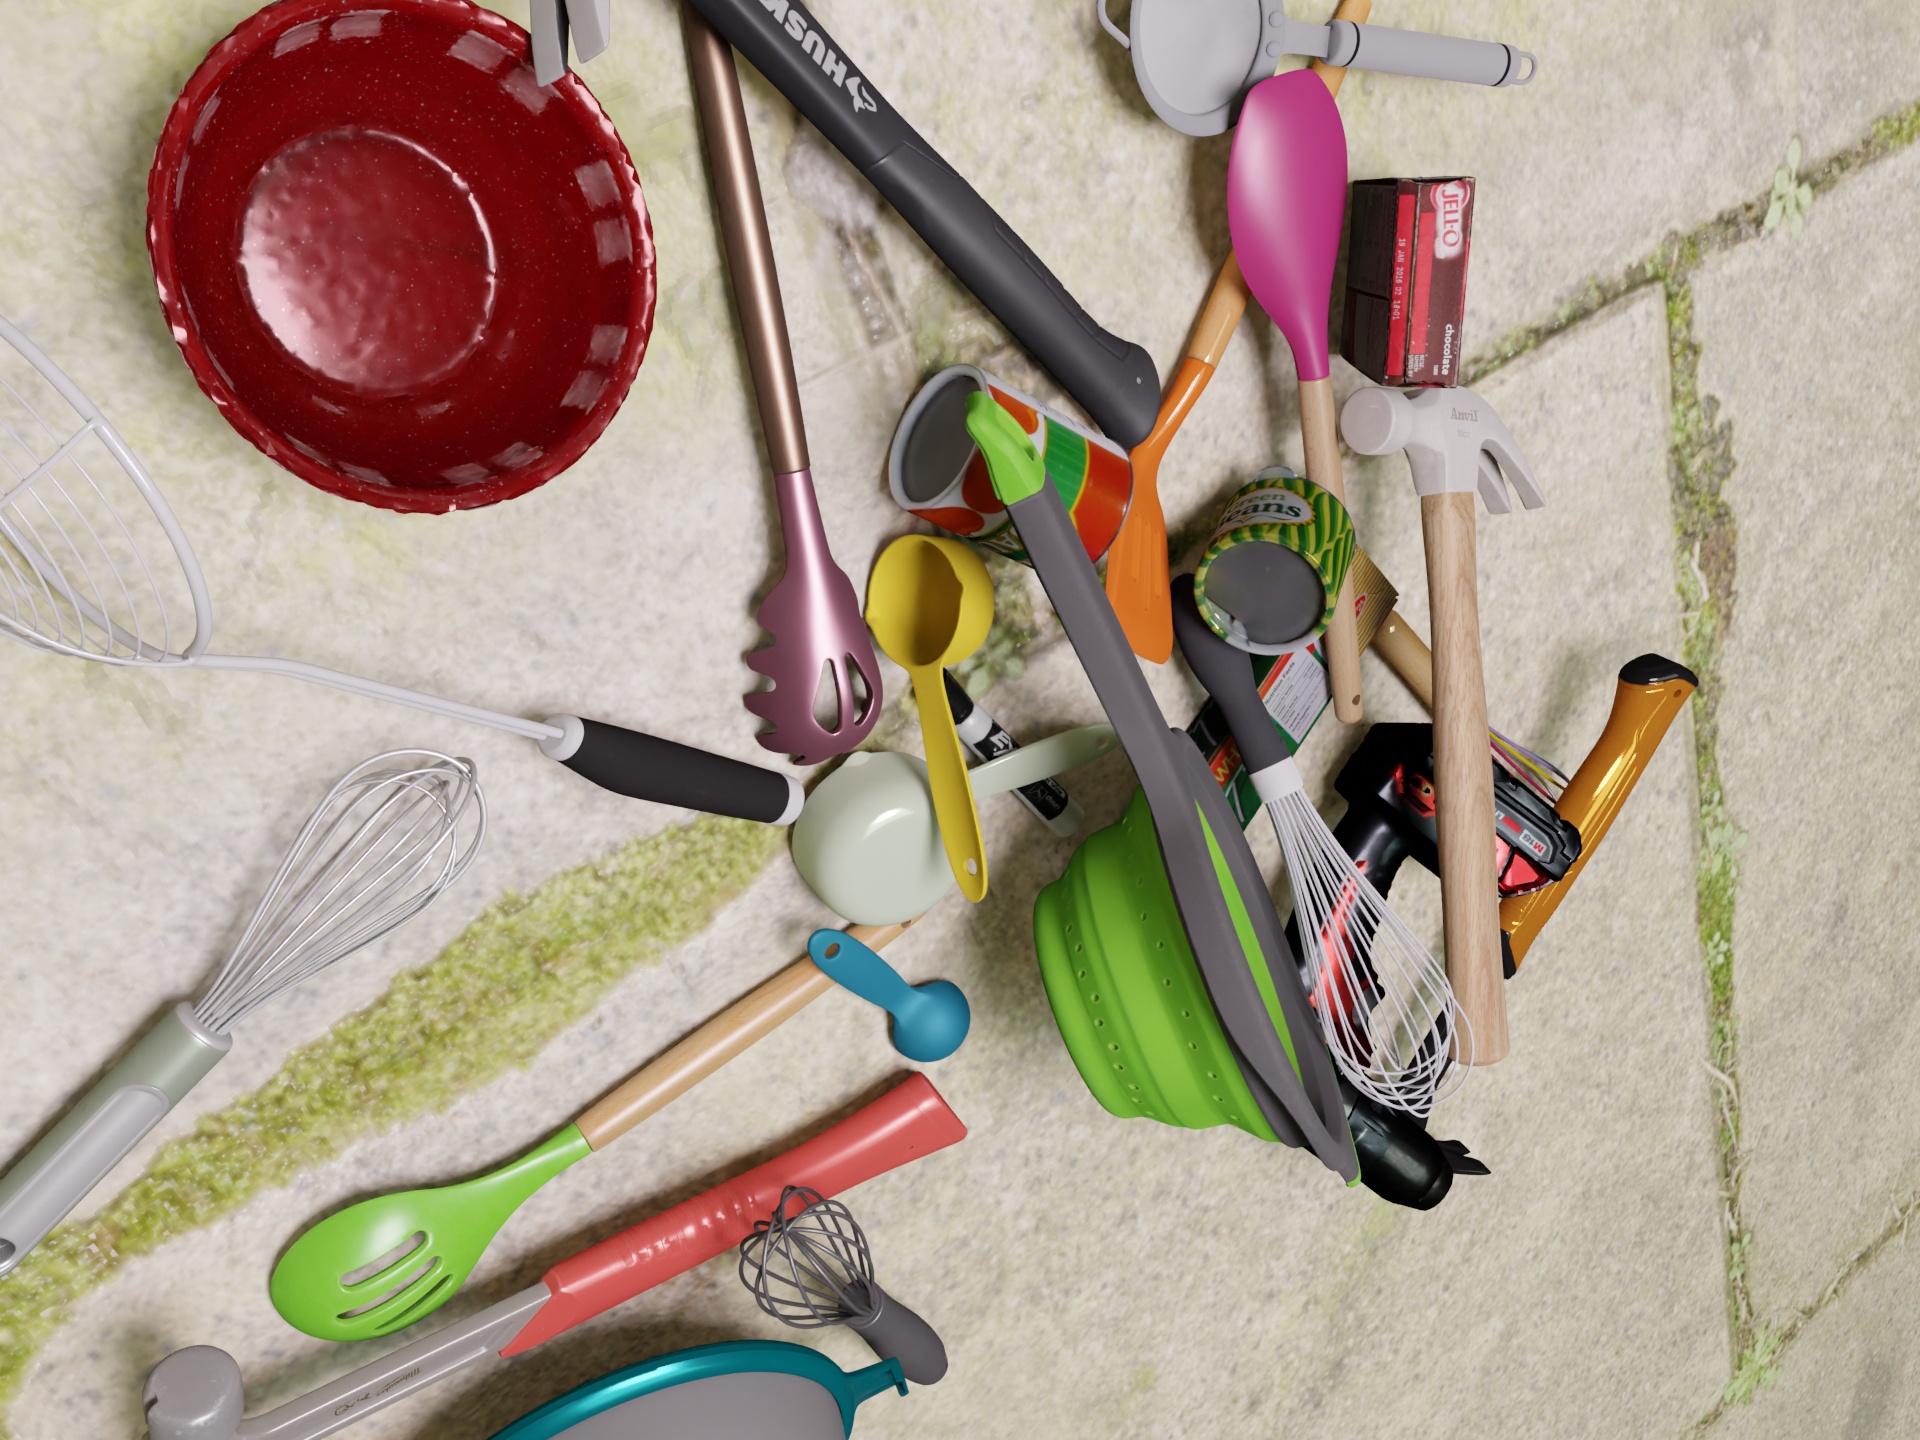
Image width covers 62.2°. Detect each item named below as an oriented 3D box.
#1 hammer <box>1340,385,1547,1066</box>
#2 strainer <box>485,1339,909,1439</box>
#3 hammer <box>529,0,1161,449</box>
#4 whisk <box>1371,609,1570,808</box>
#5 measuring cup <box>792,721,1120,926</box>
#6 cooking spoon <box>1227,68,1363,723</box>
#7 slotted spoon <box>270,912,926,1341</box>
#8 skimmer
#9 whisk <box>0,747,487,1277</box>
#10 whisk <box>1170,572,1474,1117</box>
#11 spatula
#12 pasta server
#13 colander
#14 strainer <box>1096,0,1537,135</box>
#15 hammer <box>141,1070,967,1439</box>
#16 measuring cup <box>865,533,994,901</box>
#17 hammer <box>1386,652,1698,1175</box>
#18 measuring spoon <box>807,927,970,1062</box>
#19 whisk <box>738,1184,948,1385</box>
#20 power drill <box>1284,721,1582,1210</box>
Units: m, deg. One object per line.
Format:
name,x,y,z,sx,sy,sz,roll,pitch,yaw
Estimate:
hammer,0.247,0.003,0.782,0.130,0.031,0.331,-8,95,-40
strainer,-0.171,0.350,0.627,0.340,0.095,0.211,19,115,-43
hammer,-0.022,-0.207,0.610,0.334,0.035,0.146,36,59,-41
whisk,0.305,0.010,0.919,0.244,0.047,0.051,40,83,-33
measuring cup,0.008,0.040,0.711,0.167,0.038,0.083,-21,127,-16
cooking spoon,0.170,-0.138,0.750,0.069,0.017,0.318,-25,120,-21
slotted spoon,-0.139,0.161,0.679,0.314,0.031,0.070,-33,127,-23
skimmer,-0.182,-0.036,0.554,0.363,0.127,0.090,20,78,-47
whisk,-0.262,0.103,0.565,0.246,0.059,0.057,-47,125,-7
whisk,0.167,0.058,0.770,0.070,0.070,0.284,-22,86,-26
spatula,0.129,-0.185,0.736,0.081,0.041,0.322,23,90,-60
pasta server,-0.075,-0.126,0.629,0.060,0.040,0.316,-20,112,-27
colander,0.059,0.050,0.678,0.094,0.205,0.396,-22,118,13
strainer,0.159,-0.299,0.703,0.258,0.050,0.086,-5,110,-26
hammer,-0.150,0.241,0.677,0.359,0.037,0.149,-18,139,-34
measuring cup,-0.001,-0.002,0.674,0.029,0.062,0.156,-9,86,-45
hammer,0.335,0.117,0.933,0.127,0.034,0.337,21,103,-25
measuring spoon,-0.030,0.127,0.727,0.042,0.021,0.128,-51,139,-6
whisk,-0.044,0.272,0.734,0.055,0.055,0.238,-44,144,-14
power drill,0.232,0.133,0.853,0.188,0.080,0.227,38,83,-9
